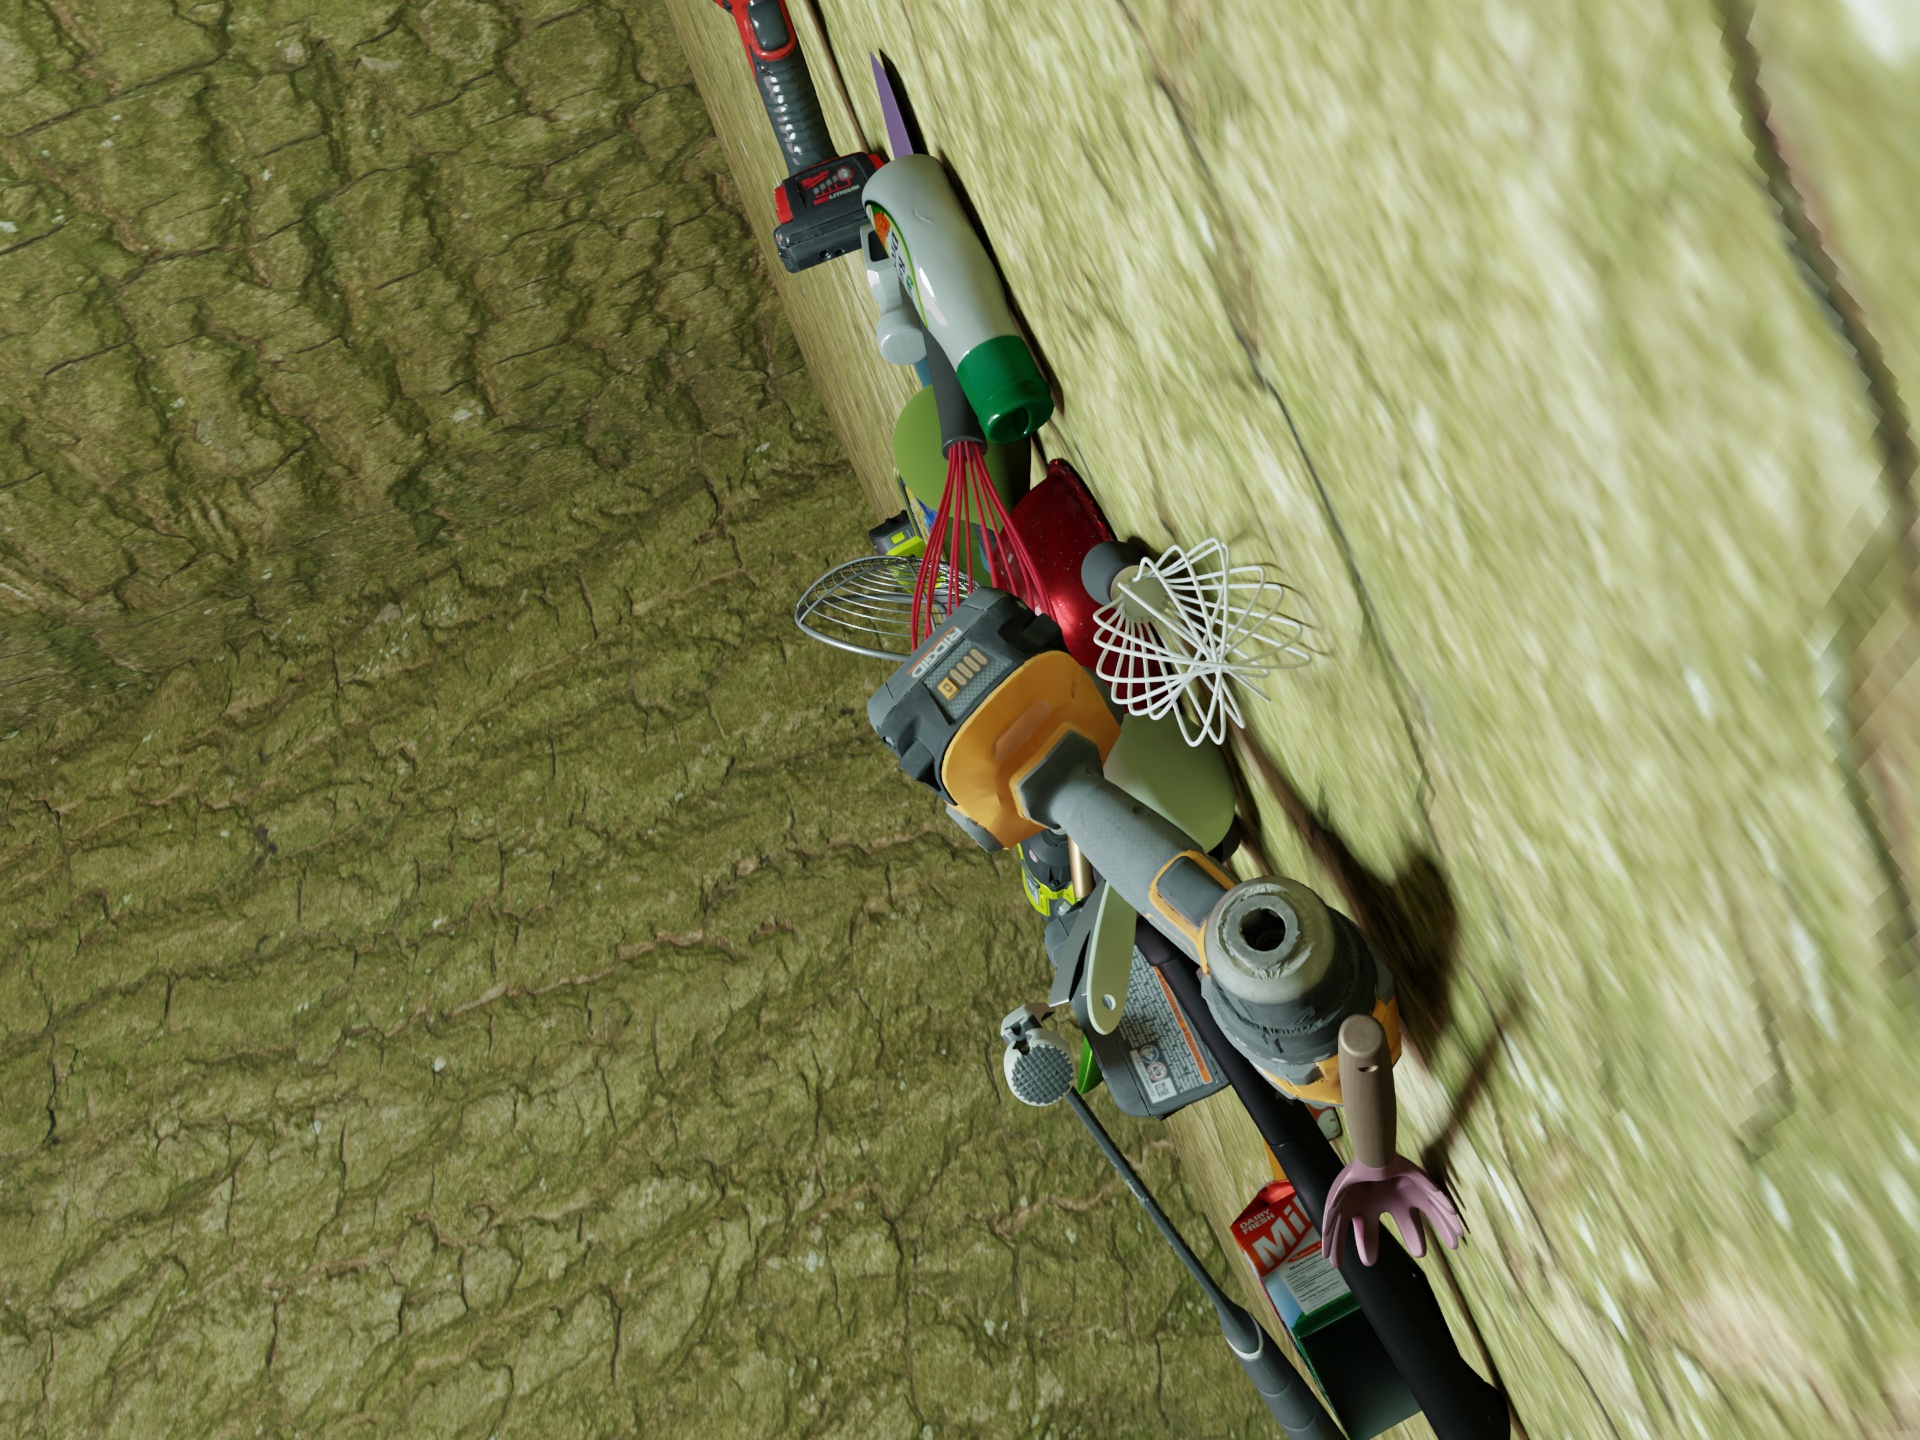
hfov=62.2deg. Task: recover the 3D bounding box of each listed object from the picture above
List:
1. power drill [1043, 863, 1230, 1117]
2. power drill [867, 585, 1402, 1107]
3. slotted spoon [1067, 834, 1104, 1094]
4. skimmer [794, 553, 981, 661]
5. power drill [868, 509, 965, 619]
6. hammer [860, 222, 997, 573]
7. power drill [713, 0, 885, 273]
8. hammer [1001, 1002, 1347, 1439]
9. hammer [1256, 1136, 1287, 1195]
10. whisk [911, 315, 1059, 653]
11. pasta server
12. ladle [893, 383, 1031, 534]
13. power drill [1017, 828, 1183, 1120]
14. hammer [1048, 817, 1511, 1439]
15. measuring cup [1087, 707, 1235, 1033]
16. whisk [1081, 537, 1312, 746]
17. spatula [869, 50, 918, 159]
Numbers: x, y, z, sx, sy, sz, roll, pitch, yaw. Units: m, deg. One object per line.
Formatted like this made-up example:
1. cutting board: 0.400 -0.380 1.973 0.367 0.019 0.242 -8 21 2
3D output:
1. power drill: 0.111 0.130 0.947 0.164 0.084 0.226 66 -169 1
2. power drill: 0.066 0.046 0.594 0.226 0.084 0.185 43 178 27
3. slotted spoon: 0.082 0.092 1.063 0.070 0.031 0.314 -52 -42 -88
4. skimmer: -0.002 -0.003 1.022 0.363 0.127 0.090 62 -135 -62
5. power drill: 0.006 -0.077 1.386 0.229 0.080 0.190 64 -172 12
6. hammer: -0.006 -0.190 1.016 0.330 0.033 0.128 63 -165 -61
7. power drill: -0.105 -0.392 0.954 0.188 0.080 0.226 -122 11 -73
8. hammer: 0.145 0.326 0.891 0.409 0.036 0.149 55 180 -4
9. hammer: 0.228 0.318 1.085 0.336 0.034 0.127 68 178 -50
10. whisk: 0.003 -0.118 0.787 0.073 0.073 0.296 70 -167 -64
11. pasta server: 0.154 0.161 0.586 0.316 0.060 0.040 59 -159 -61
12. ladle: 0.046 -0.077 0.967 0.062 0.078 0.319 35 163 40
13. power drill: 0.117 0.168 1.155 0.223 0.080 0.171 57 172 21
14. hammer: 0.162 0.210 0.750 0.035 0.146 0.335 -30 91 44
15. measuring cup: 0.084 0.063 0.706 0.083 0.038 0.168 33 -135 -18
16. whisk: 0.076 -0.045 0.620 0.285 0.070 0.070 -99 -15 -78
17. spatula: -0.001 -0.226 0.914 0.060 0.018 0.315 -112 1 -47
